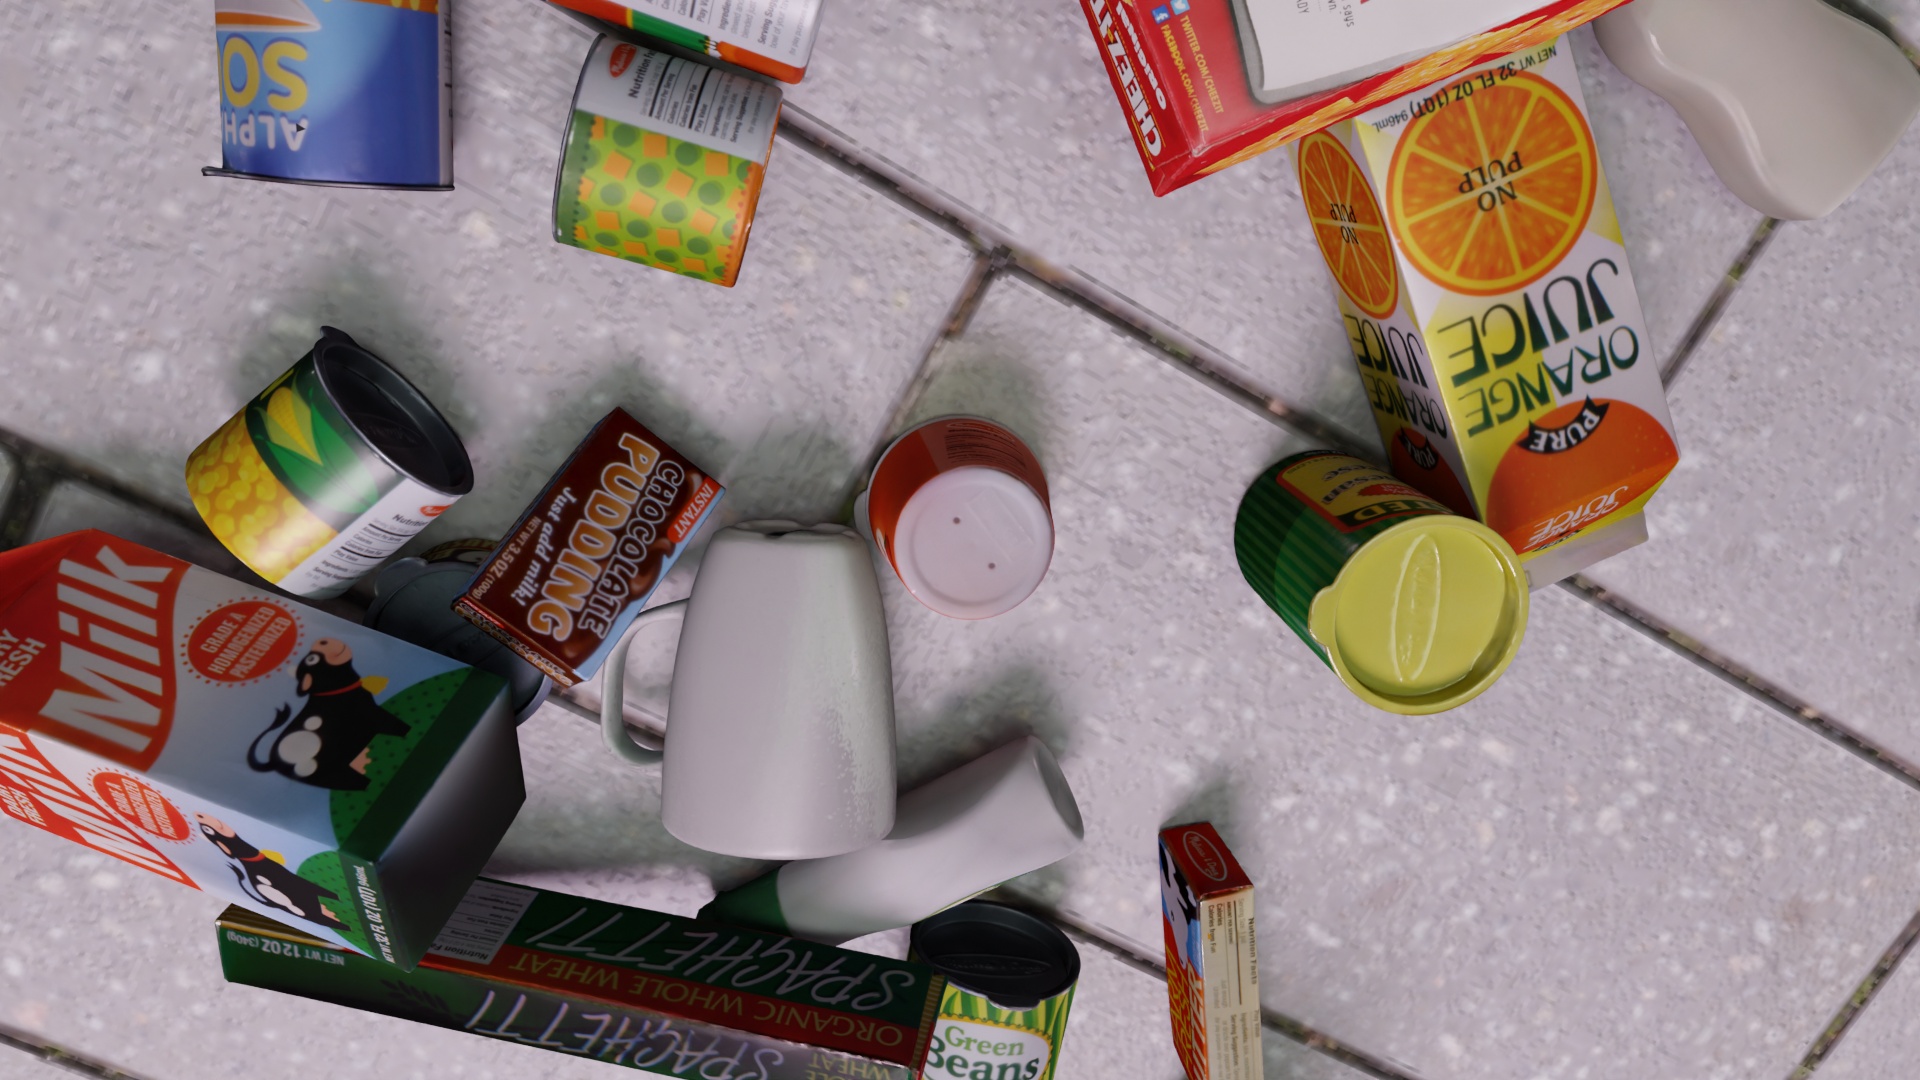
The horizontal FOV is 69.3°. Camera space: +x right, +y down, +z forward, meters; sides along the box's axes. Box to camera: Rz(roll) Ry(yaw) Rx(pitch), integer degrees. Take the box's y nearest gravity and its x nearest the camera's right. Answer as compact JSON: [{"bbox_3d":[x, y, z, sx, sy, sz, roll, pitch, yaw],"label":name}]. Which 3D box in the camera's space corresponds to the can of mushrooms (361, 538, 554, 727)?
[{"bbox_3d":[-0.175,0.032,0.490,0.071,0.033,0.070,-1,106,-5],"label":"can of mushrooms"}]

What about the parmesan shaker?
[{"bbox_3d":[0.137,0.010,0.480,0.071,0.103,0.071,-2,106,-6],"label":"parmesan shaker"}]

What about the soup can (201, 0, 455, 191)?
[{"bbox_3d":[-0.191,-0.150,0.419,0.071,0.071,0.083,3,105,-7],"label":"soup can"}]

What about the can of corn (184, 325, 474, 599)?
[{"bbox_3d":[-0.207,-0.025,0.455,0.058,0.071,0.071,-38,106,6],"label":"can of corn"}]

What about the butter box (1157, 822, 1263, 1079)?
[{"bbox_3d":[0.098,0.170,0.546,0.024,0.053,0.103,-8,107,-6],"label":"butter box"}]

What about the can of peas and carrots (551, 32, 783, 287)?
[{"bbox_3d":[-0.093,-0.117,0.442,0.059,0.071,0.070,14,104,-10],"label":"can of peas and carrots"}]

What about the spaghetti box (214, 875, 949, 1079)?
[{"bbox_3d":[-0.131,0.153,0.489,0.250,0.050,0.028,10,115,6],"label":"spaghetti box"}]

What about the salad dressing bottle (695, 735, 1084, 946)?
[{"bbox_3d":[-0.028,0.123,0.519,0.147,0.064,0.044,-27,95,11],"label":"salad dressing bottle"}]

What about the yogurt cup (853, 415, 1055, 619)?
[{"bbox_3d":[0.002,-0.006,0.487,0.072,0.054,0.072,-2,106,-6],"label":"yogurt cup"}]

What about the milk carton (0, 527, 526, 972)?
[{"bbox_3d":[-0.245,0.059,0.443,0.191,0.074,0.072,18,137,7],"label":"milk carton"}]

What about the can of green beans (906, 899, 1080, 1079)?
[{"bbox_3d":[0.008,0.181,0.533,0.071,0.071,0.057,9,105,-8],"label":"can of green beans"}]

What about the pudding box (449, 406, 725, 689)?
[{"bbox_3d":[-0.124,0.003,0.469,0.049,0.030,0.084,40,64,-16],"label":"pudding box"}]

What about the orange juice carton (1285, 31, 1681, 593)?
[{"bbox_3d":[0.182,-0.069,0.478,0.072,0.073,0.192,-24,107,0],"label":"orange juice carton"}]

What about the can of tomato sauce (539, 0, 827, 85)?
[{"bbox_3d":[-0.079,-0.185,0.424,0.083,0.071,0.071,16,103,-10],"label":"can of tomato sauce"}]

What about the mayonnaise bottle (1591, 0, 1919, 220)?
[{"bbox_3d":[0.256,-0.176,0.474,0.148,0.041,0.064,35,98,-13],"label":"mayonnaise bottle"}]
